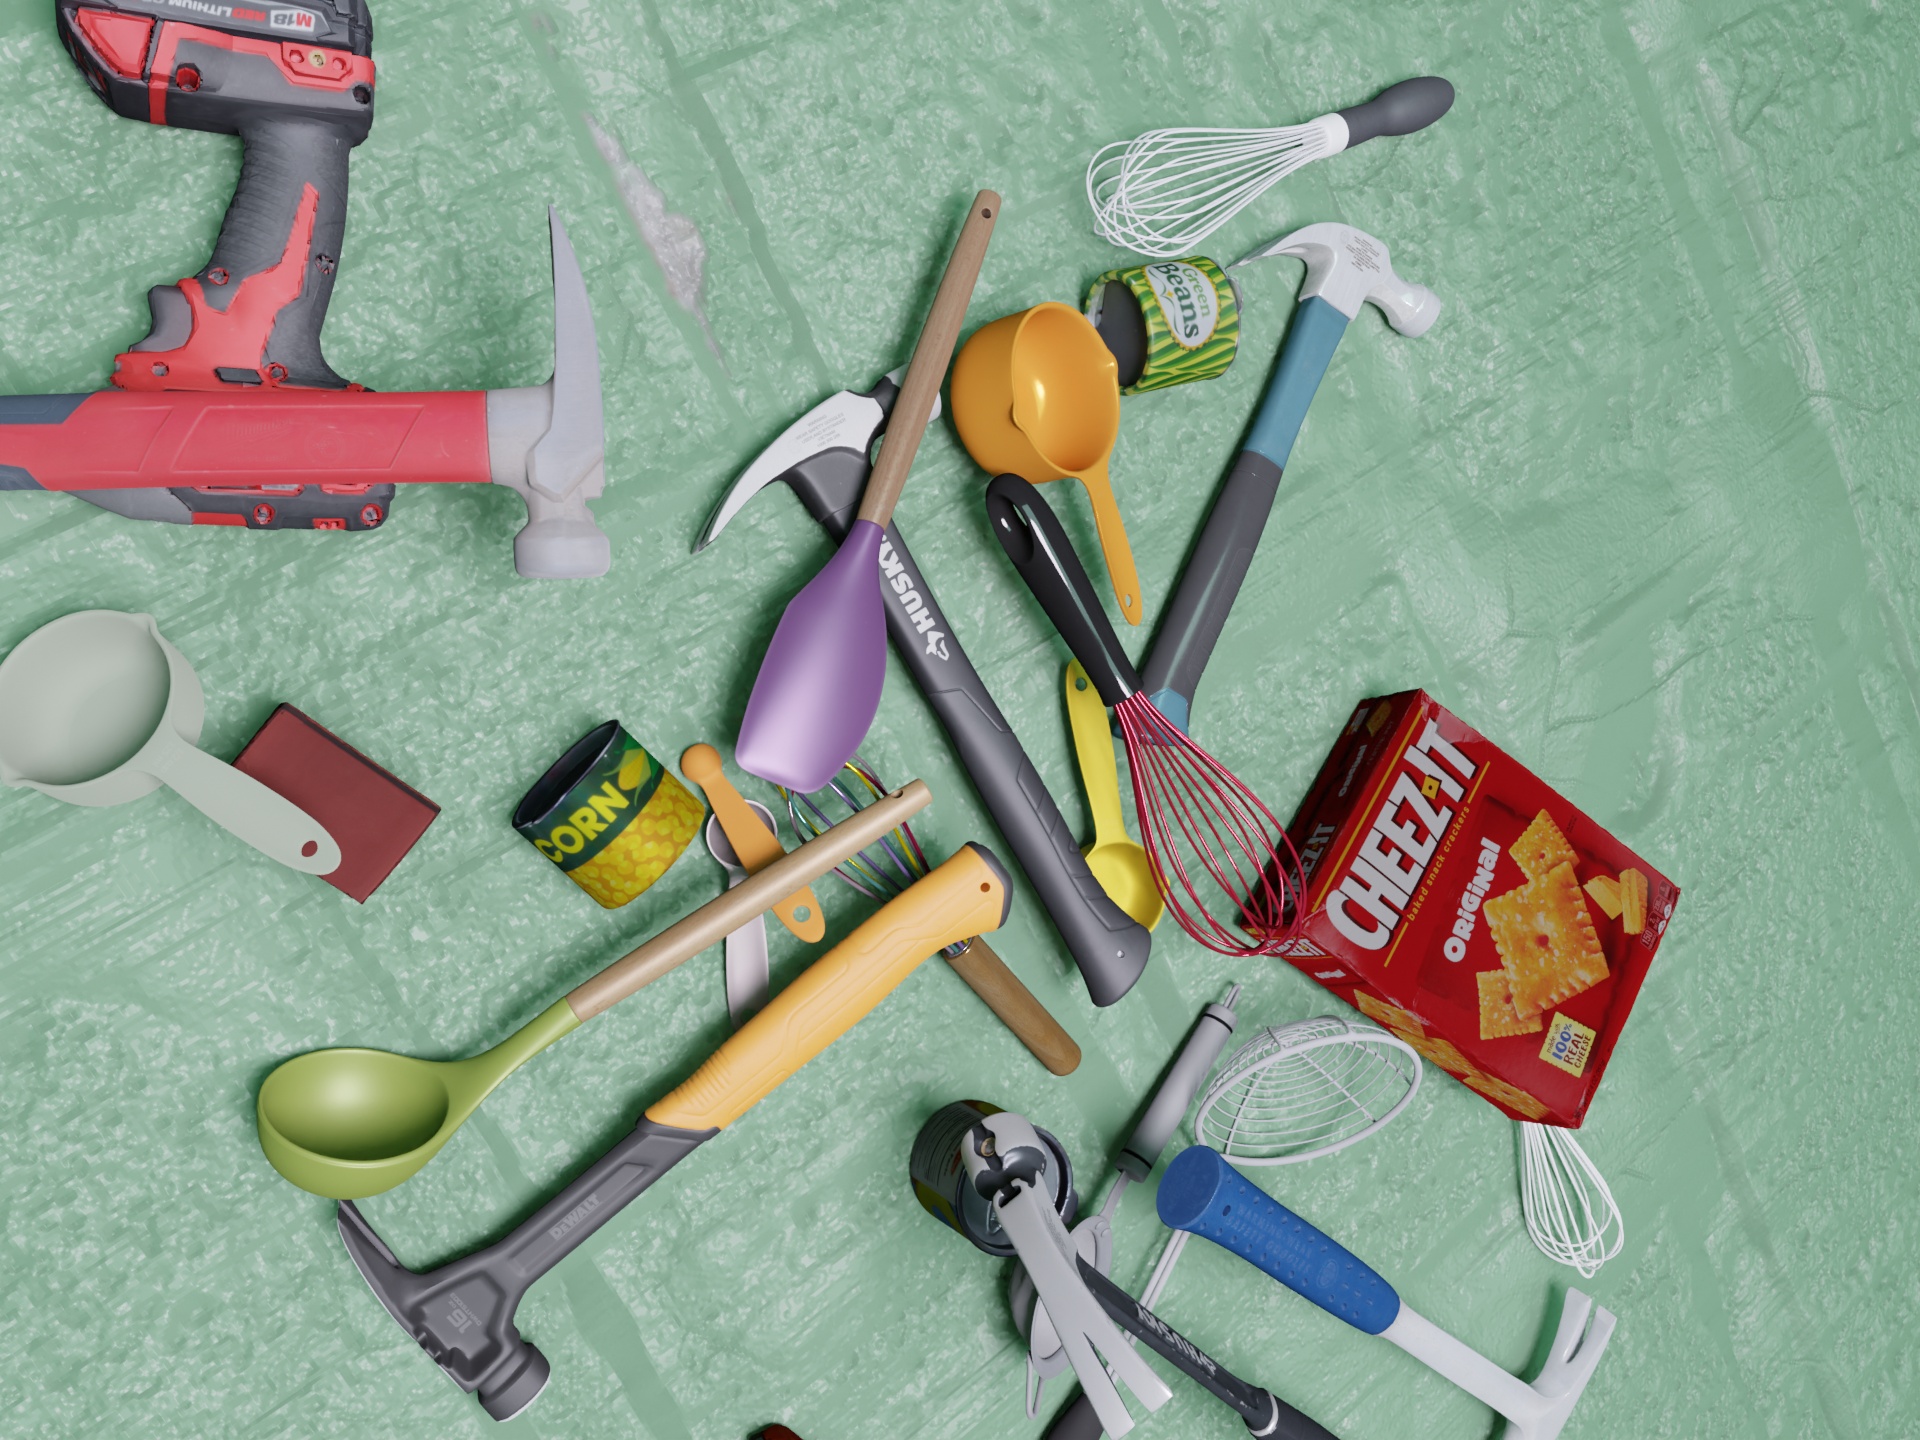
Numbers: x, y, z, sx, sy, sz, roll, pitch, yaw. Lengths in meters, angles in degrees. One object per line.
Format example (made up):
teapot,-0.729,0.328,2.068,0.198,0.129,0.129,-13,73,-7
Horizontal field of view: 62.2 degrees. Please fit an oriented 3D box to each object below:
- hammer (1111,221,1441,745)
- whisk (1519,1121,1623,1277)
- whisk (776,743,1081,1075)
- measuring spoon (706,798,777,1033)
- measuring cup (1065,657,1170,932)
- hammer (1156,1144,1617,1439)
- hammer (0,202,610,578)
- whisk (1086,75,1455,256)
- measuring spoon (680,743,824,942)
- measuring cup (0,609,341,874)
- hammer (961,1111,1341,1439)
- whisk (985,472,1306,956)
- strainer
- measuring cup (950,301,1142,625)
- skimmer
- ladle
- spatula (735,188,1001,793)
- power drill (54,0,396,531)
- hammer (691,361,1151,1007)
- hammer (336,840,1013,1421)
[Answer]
hammer,0.166,-0.133,0.896,0.128,0.033,0.331,29,78,-24
whisk,0.355,0.234,0.989,0.059,0.058,0.246,-33,104,-58
whisk,-0.011,0.099,0.803,0.047,0.051,0.244,-34,114,13
measuring spoon,-0.106,0.098,0.780,0.034,0.018,0.124,-2,98,-10
measuring cup,0.071,0.044,0.859,0.062,0.029,0.156,-9,89,-23
hammer,0.241,0.325,0.879,0.405,0.035,0.144,40,83,-34
hammer,-0.330,-0.119,0.588,0.386,0.038,0.143,-3,98,-12
whisk,0.184,-0.320,0.894,0.284,0.070,0.070,-27,102,-28
measuring spoon,-0.098,0.056,0.747,0.021,0.011,0.117,-32,69,-14
measuring cup,-0.303,0.019,0.625,0.167,0.038,0.083,30,74,12
hammer,0.144,0.339,0.785,0.036,0.149,0.408,-40,126,5
whisk,0.093,0.003,0.816,0.073,0.073,0.295,-36,103,-21
strainer,0.088,0.247,0.859,0.258,0.050,0.086,-54,143,-22
measuring cup,0.049,-0.127,0.825,0.095,0.052,0.173,-38,116,-43
skimmer,0.124,0.318,0.847,0.127,0.090,0.363,41,74,-42
ladle,-0.152,0.105,0.700,0.320,0.078,0.062,-32,129,-12
spatula,-0.033,-0.116,0.766,0.059,0.018,0.316,22,78,-19
power drill,-0.307,-0.188,0.646,0.143,0.078,0.219,-1,94,-25
hammer,-0.001,-0.003,0.798,0.146,0.035,0.334,-33,98,-22
hammer,-0.116,0.165,0.735,0.337,0.034,0.127,-38,107,-11
